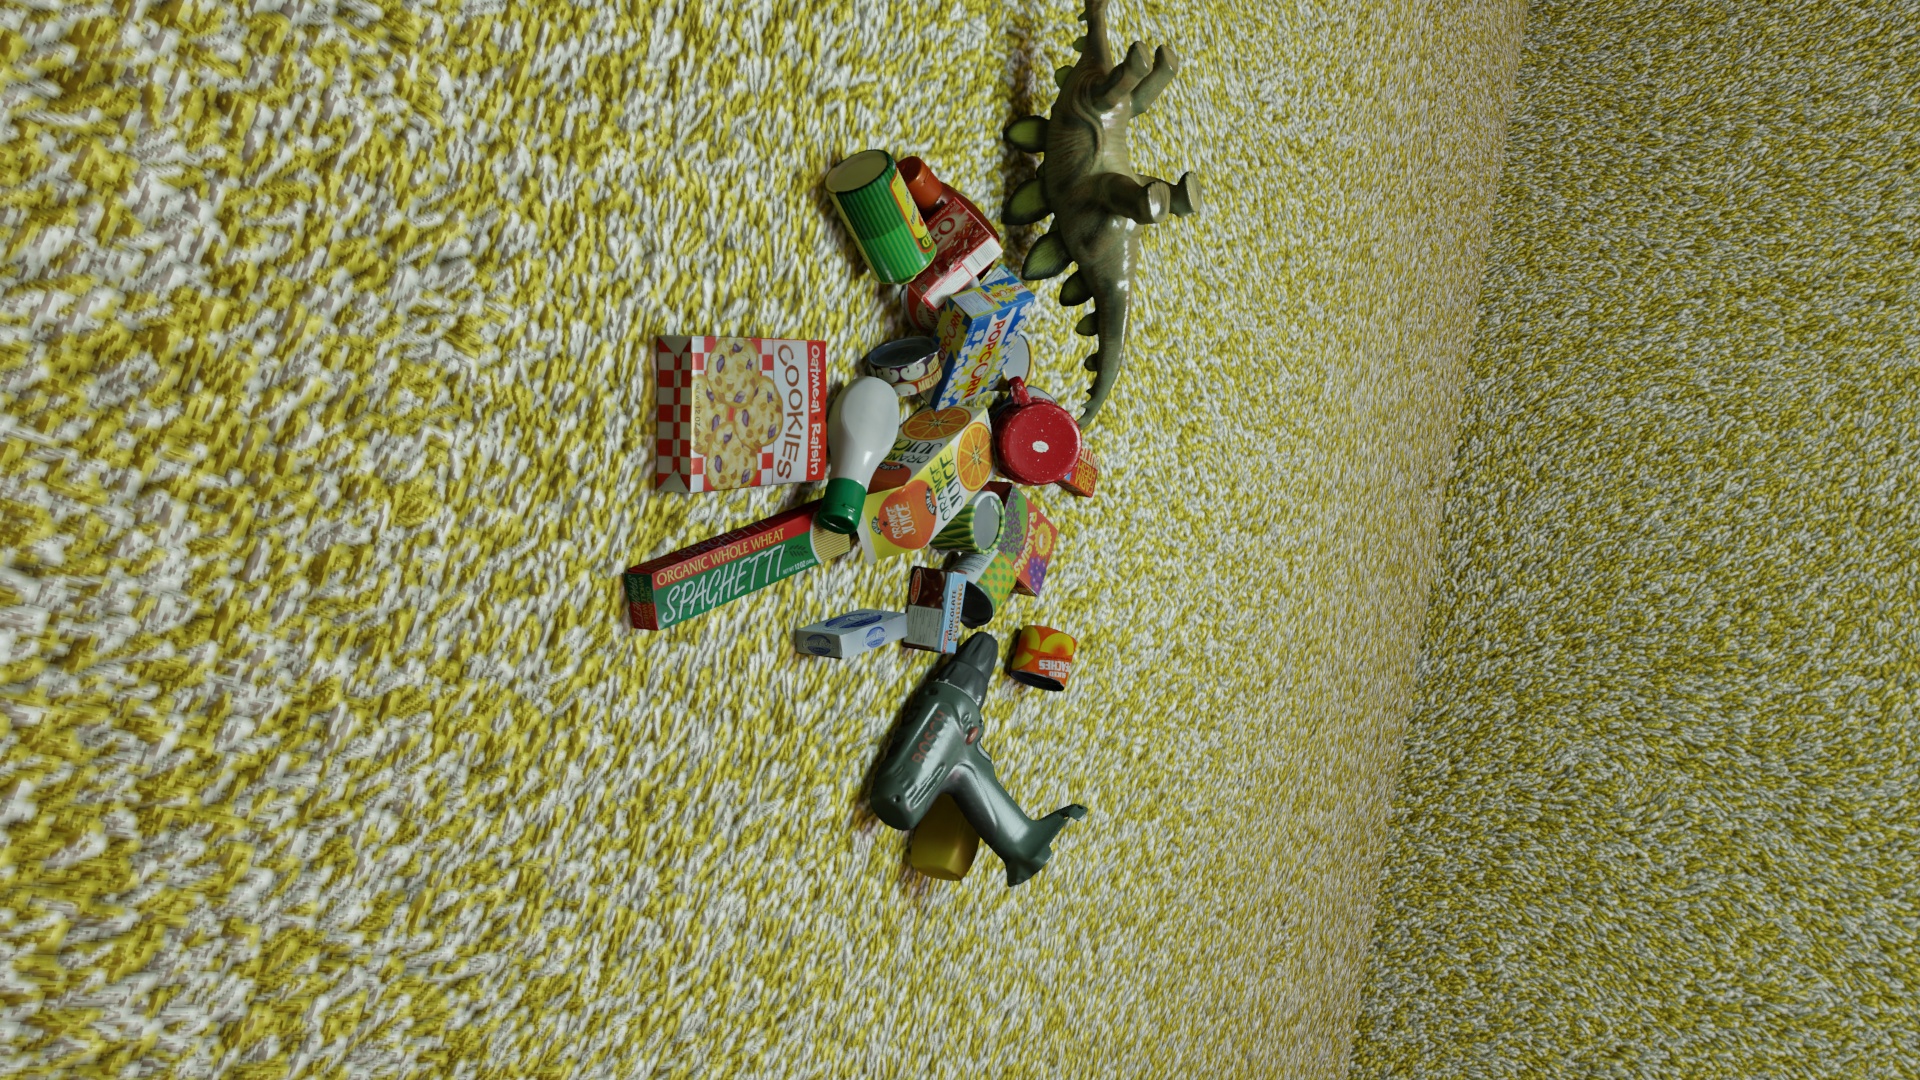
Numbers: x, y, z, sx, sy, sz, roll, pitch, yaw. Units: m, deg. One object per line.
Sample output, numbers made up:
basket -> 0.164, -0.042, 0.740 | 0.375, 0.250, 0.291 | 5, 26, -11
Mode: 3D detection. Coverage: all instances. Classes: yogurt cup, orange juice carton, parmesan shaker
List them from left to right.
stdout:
parmesan shaker -> -0.071, -0.290, 1.250 | 0.071, 0.071, 0.102 | -62, 142, -30
orange juice carton -> -0.044, -0.055, 1.327 | 0.194, 0.073, 0.071 | -47, 134, -43
yogurt cup -> -0.016, -0.238, 1.360 | 0.072, 0.054, 0.072 | -15, 107, -56

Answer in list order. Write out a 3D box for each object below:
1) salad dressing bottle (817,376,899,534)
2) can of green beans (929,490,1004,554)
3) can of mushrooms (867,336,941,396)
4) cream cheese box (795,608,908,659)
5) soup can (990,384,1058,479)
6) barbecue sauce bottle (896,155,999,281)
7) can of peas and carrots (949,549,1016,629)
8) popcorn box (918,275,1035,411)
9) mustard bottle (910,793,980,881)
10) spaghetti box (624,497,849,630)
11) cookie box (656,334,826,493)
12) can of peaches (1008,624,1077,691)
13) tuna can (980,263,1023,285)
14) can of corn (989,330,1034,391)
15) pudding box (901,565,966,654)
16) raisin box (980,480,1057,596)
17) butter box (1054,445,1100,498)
salad dressing bottle -> -0.094, -0.077, 1.244 | 0.064, 0.043, 0.148 | 26, 57, -23
can of green beans -> 0.005, -0.020, 1.423 | 0.071, 0.058, 0.071 | -15, 108, -56
can of mushrooms -> -0.050, -0.163, 1.303 | 0.071, 0.071, 0.033 | -45, 133, -44
cream cheese box -> -0.100, 0.086, 1.283 | 0.104, 0.053, 0.024 | -15, 106, -55
soup can -> 0.061, -0.114, 1.491 | 0.084, 0.071, 0.071 | -56, 138, -34
barbecue sauce bottle -> -0.015, -0.316, 1.357 | 0.148, 0.043, 0.065 | 40, 67, -51
can of peas and carrots -> 0.018, 0.048, 1.447 | 0.059, 0.071, 0.070 | -53, 136, -39
popcorn box -> 0.013, -0.189, 1.342 | 0.085, 0.038, 0.126 | -25, 154, -36
mustard bottle -> -0.001, 0.275, 1.459 | 0.048, 0.065, 0.161 | 50, 50, -43
spaghetti box -> -0.180, 0.016, 1.170 | 0.251, 0.028, 0.050 | -25, 115, -53
cookie box -> -0.176, -0.106, 1.145 | 0.168, 0.040, 0.122 | -9, 103, -56
can of peaches -> 0.096, 0.133, 1.577 | 0.071, 0.071, 0.058 | 43, 59, -51
tuna can -> 0.030, -0.248, 1.417 | 0.033, 0.070, 0.071 | 43, 50, -6
can of corn -> 0.037, -0.185, 1.445 | 0.071, 0.058, 0.071 | -14, 106, -55
pudding box -> -0.026, 0.070, 1.397 | 0.030, 0.049, 0.083 | 13, 84, -59
raisin box -> 0.057, -0.001, 1.525 | 0.123, 0.040, 0.086 | 43, 59, -52
butter box -> 0.130, -0.089, 1.636 | 0.103, 0.024, 0.053 | 26, 72, -56
